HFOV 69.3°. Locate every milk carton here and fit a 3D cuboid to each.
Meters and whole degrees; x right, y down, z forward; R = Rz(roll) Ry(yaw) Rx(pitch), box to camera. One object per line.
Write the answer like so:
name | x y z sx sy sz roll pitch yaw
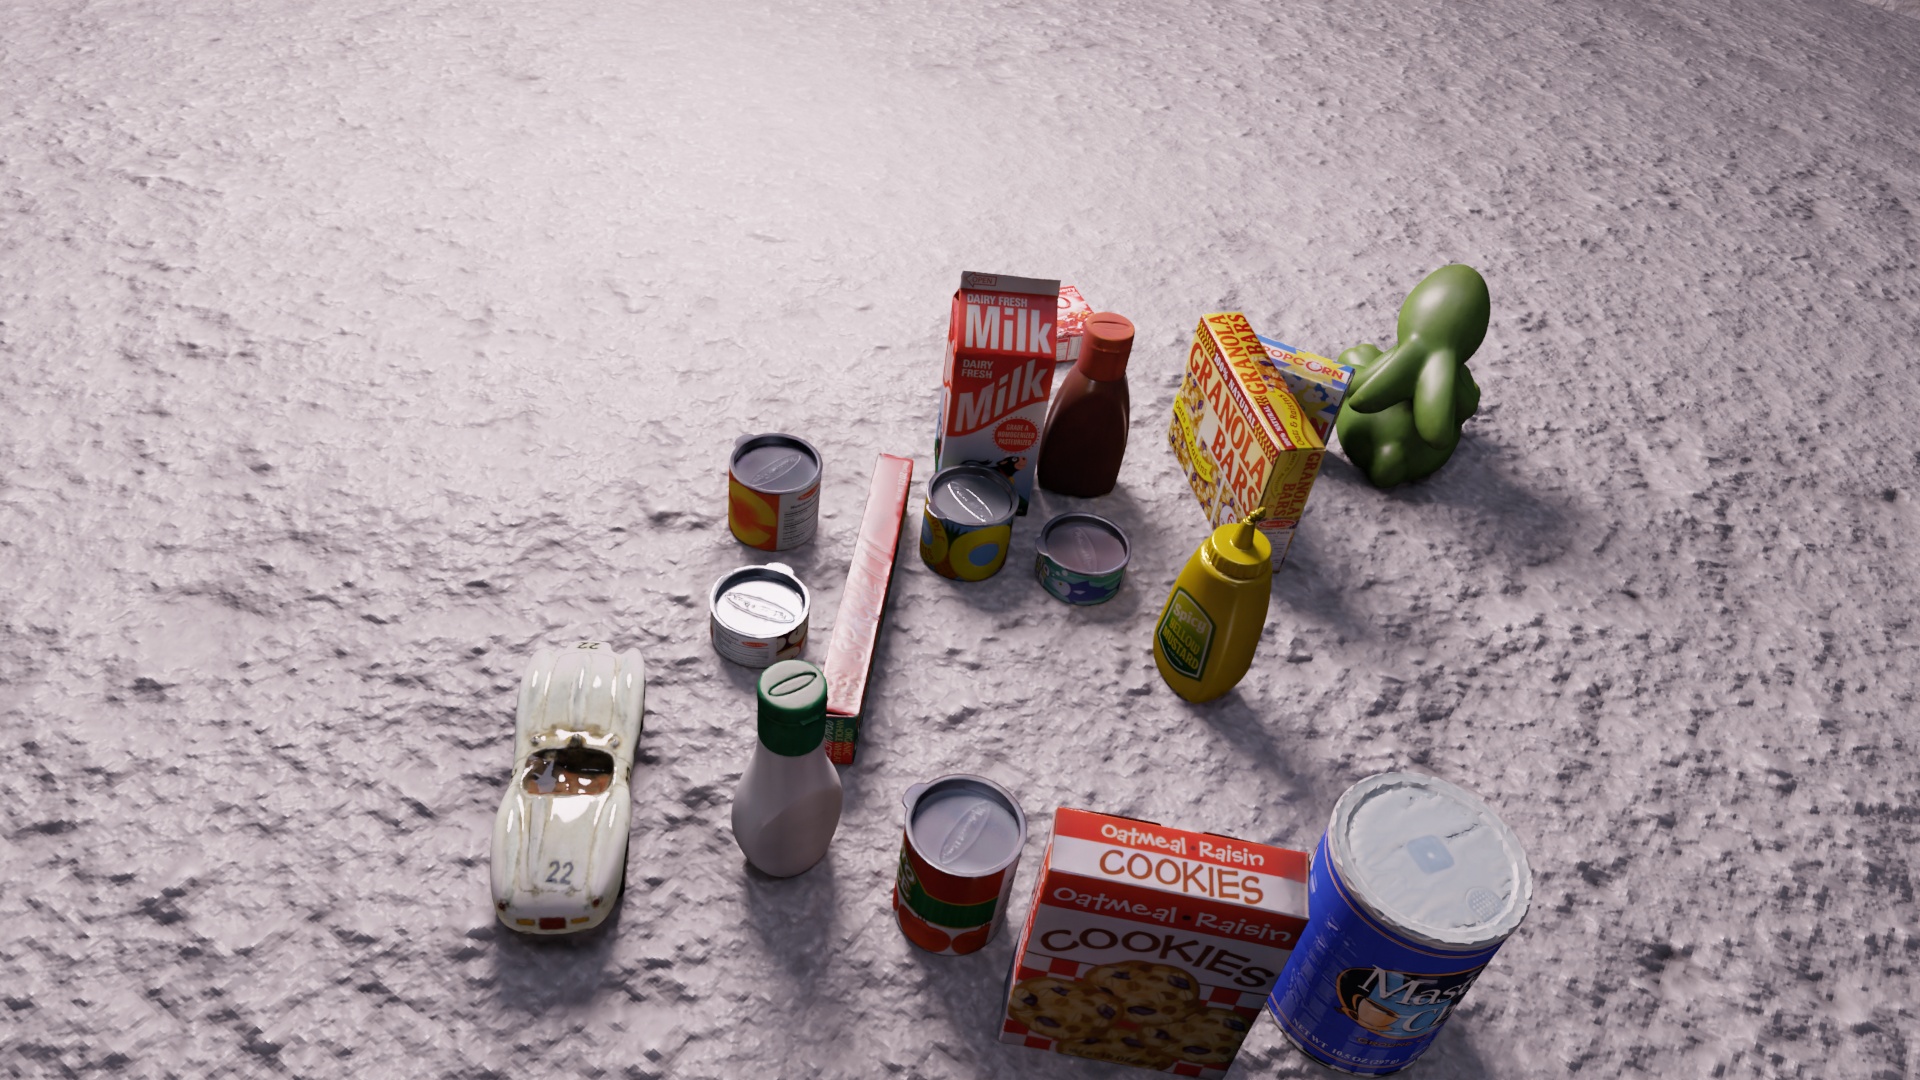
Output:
milk carton | 0.025 -0.112 1.010 0.072 0.189 0.074 4 43 -6

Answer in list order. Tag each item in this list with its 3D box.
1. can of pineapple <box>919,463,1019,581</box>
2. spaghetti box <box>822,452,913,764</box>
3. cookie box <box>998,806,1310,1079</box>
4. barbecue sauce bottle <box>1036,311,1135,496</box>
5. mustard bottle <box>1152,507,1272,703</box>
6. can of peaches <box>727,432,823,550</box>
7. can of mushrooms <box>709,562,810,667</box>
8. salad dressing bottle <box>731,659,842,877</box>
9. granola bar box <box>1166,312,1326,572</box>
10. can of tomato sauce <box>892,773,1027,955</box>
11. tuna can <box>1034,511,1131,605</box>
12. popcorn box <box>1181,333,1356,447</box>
can of pineapple | 0.004 -0.013 0.997 0.071 0.057 0.071 5 43 -5
spaghetti box | -0.064 0.039 0.936 0.029 0.049 0.251 9 43 0
cookie box | 0.092 0.206 0.701 0.123 0.166 0.040 10 43 1
barbecue sauce bottle | 0.099 -0.100 1.041 0.065 0.147 0.044 5 43 -5
mustard bottle | 0.168 0.036 0.900 0.049 0.159 0.065 -20 50 -28
can of peaches | -0.135 -0.036 0.997 0.071 0.057 0.071 5 43 -5
can of mushrooms | -0.133 0.049 0.925 0.071 0.033 0.071 5 43 -5
salad dressing bottle | -0.094 0.127 0.766 0.064 0.146 0.044 -21 51 -28
granola bar box | 0.211 -0.075 1.052 0.039 0.123 0.166 -4 44 -14
can of tomato sauce | -0.004 0.181 0.772 0.071 0.082 0.071 5 43 -5
tuna can | 0.086 0.013 1.003 0.071 0.032 0.071 5 43 -5
popcorn box | 0.246 -0.120 1.135 0.127 0.084 0.038 22 44 13
